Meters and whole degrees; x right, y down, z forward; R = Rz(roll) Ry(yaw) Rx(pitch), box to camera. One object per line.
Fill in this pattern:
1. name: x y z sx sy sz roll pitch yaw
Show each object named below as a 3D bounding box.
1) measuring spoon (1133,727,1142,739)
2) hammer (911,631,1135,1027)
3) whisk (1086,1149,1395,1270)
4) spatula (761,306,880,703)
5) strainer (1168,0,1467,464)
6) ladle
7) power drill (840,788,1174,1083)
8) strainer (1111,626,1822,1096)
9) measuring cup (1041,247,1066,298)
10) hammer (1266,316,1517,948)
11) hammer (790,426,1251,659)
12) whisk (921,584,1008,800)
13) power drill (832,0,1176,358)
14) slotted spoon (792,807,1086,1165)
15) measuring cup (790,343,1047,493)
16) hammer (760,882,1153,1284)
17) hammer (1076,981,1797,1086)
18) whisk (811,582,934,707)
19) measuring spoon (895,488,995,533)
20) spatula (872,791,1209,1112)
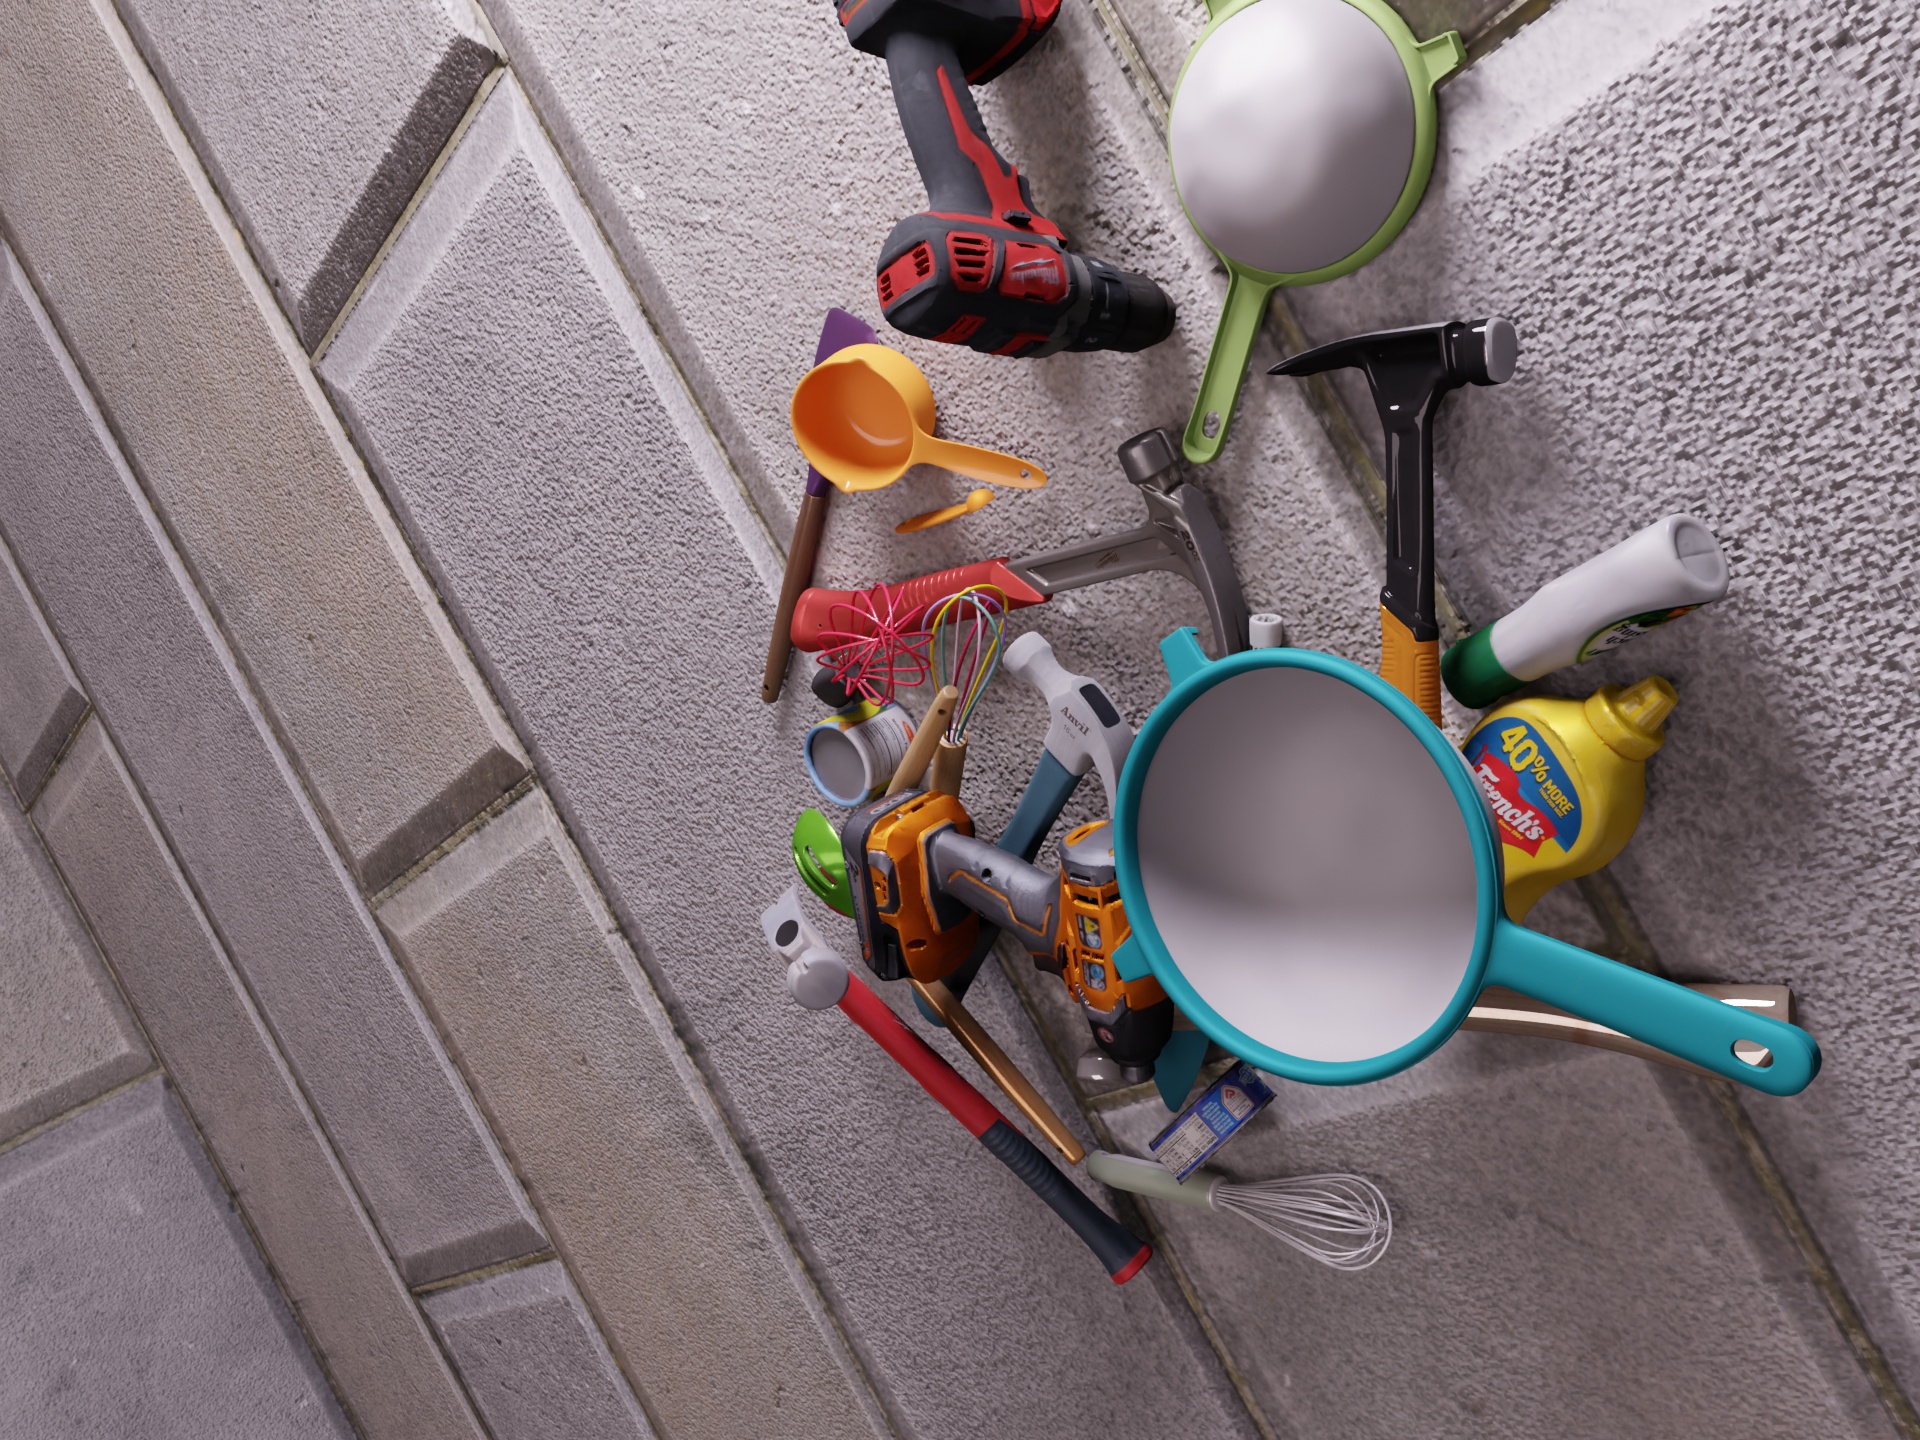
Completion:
1. measuring spoon: 0.139 -0.005 0.963 0.034 0.018 0.124 36 146 0
2. hammer: 0.030 0.099 1.067 0.128 0.033 0.330 46 136 22
3. whisk: 0.182 0.322 1.079 0.246 0.057 0.059 -1 74 45
4. spatula: -0.106 -0.139 1.133 0.060 0.018 0.315 35 128 23
5. strainer: 0.145 -0.248 0.825 0.152 0.069 0.256 31 125 27
6. ladle: -0.049 0.067 1.114 0.069 0.031 0.315 21 143 -4
7. power drill: 0.036 0.132 0.991 0.227 0.084 0.164 9 116 42
8. strainer: 0.231 0.083 0.746 0.341 0.095 0.211 21 112 39
9. measuring cup: 0.018 -0.305 0.950 0.062 0.029 0.157 -44 67 44
10. hammer: 0.225 -0.031 0.823 0.127 0.034 0.337 3 97 45
11. hammer: 0.019 -0.077 1.034 0.359 0.037 0.149 -10 110 45
12. whisk: 0.000 -0.004 1.054 0.051 0.047 0.244 30 145 17
13. power drill: 0.028 -0.302 0.857 0.080 0.187 0.227 -20 77 49
14. slotted spoon: -0.021 0.187 1.119 0.314 0.031 0.070 47 145 13
15. measuring cup: -0.020 -0.186 1.021 0.173 0.052 0.095 18 127 11
16. hammer: 0.004 0.264 1.112 0.386 0.038 0.143 48 179 -22
17. hammer: 0.252 0.151 0.919 0.411 0.038 0.146 -4 72 35
18. whisk: -0.068 -0.037 1.041 0.073 0.073 0.296 62 167 0
19. measuring spoon: -0.014 -0.136 1.034 0.011 0.021 0.117 56 153 -16
20. spatula: 0.048 0.142 1.109 0.318 0.044 0.082 35 131 26
